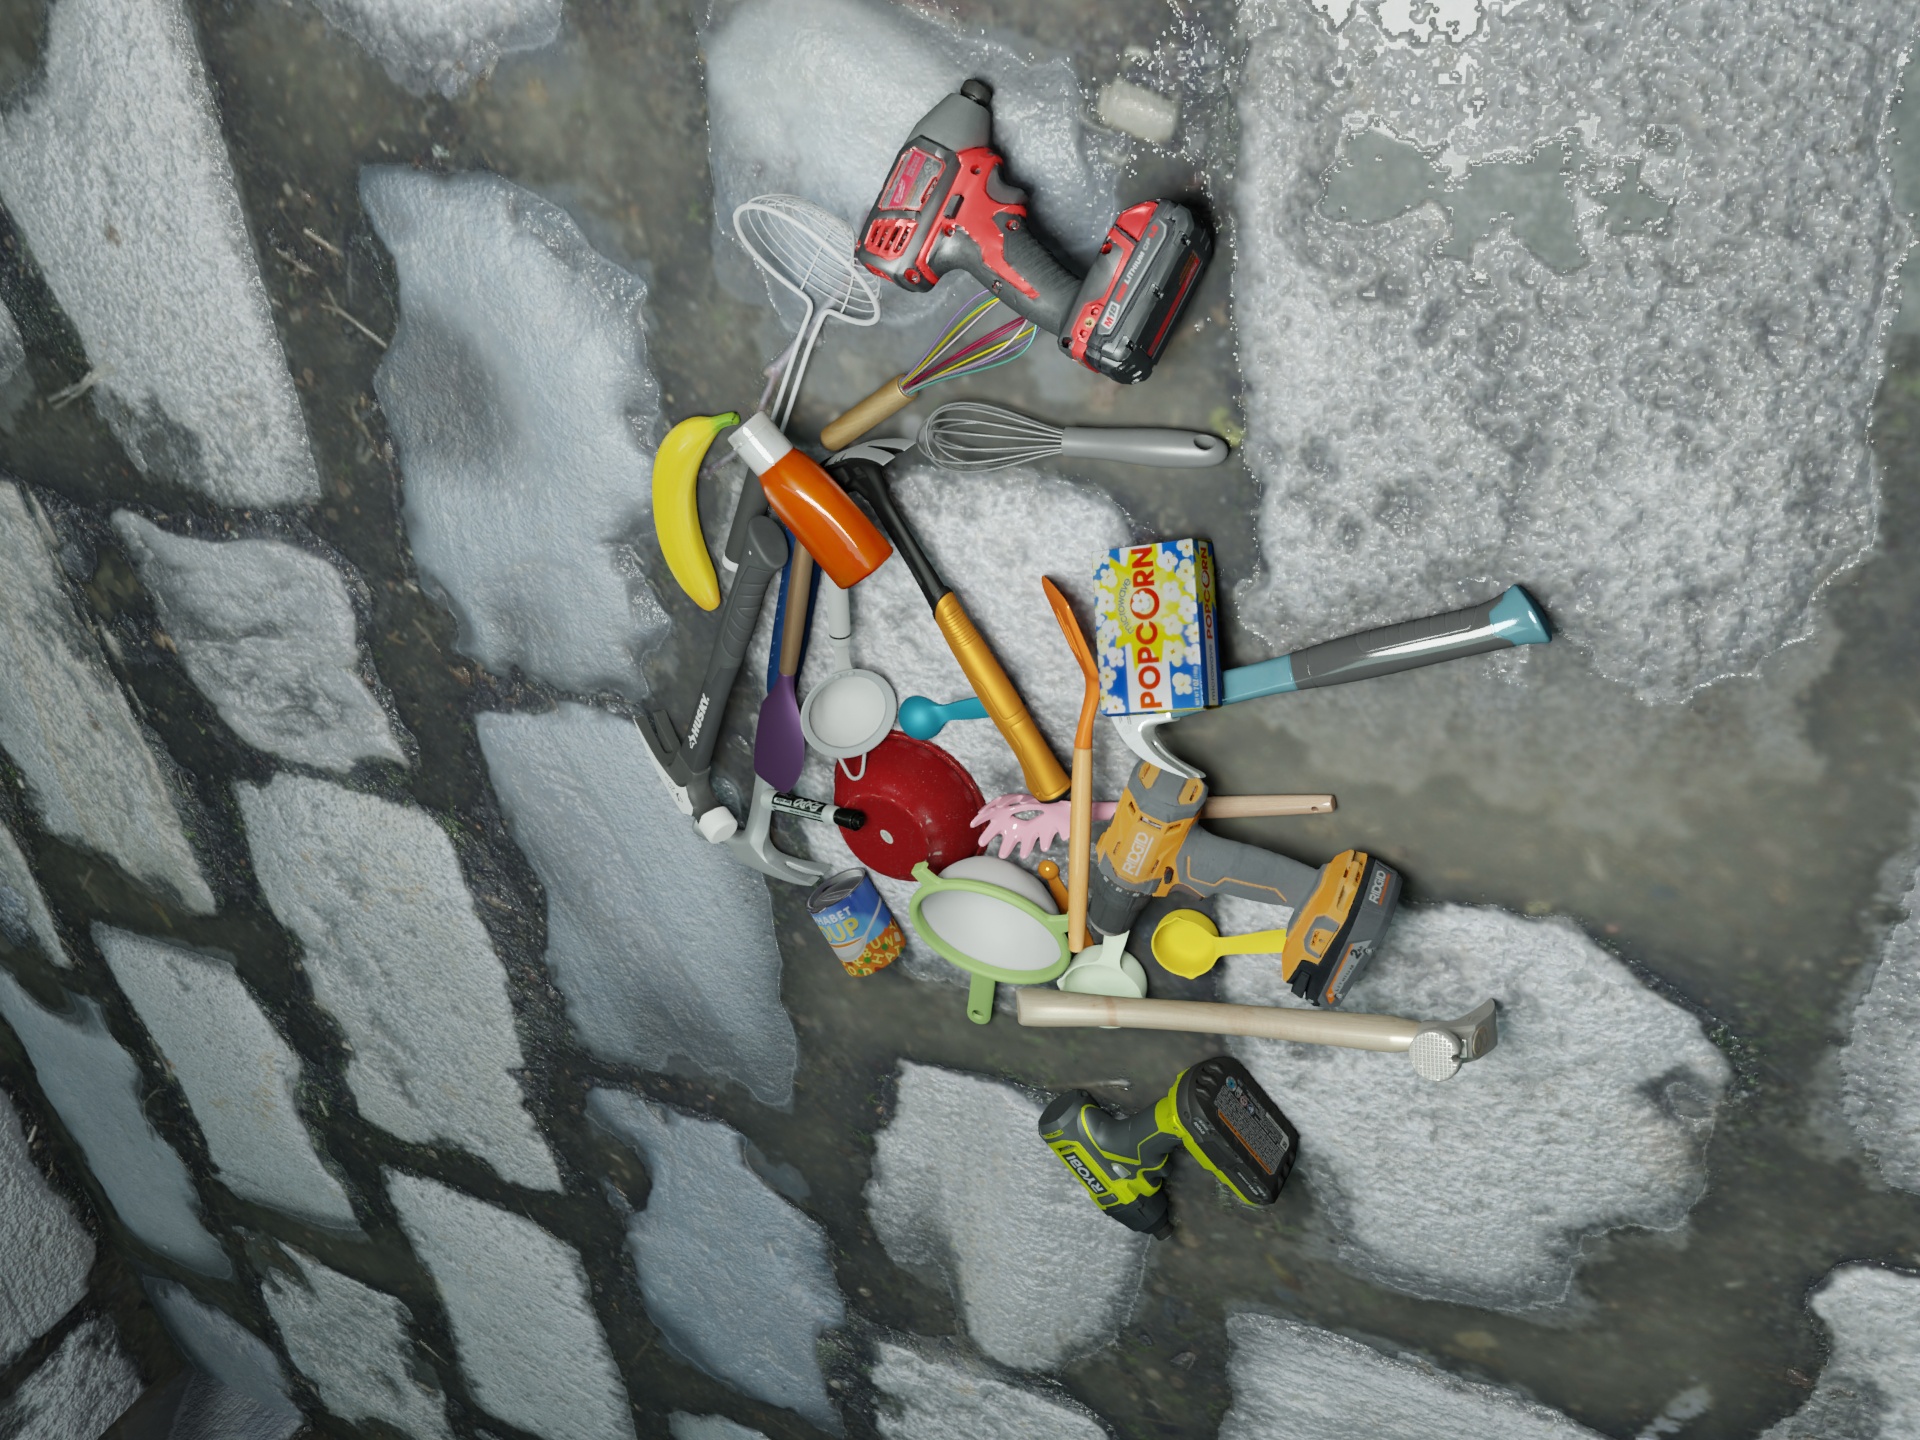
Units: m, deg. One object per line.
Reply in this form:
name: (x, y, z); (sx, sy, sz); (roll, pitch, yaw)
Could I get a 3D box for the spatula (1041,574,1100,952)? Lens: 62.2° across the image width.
spatula: (0.089, 0.043, 1.283); (0.041, 0.081, 0.322); (-4, 111, -11)

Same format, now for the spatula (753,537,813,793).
spatula: (-0.143, -0.062, 1.359); (0.060, 0.018, 0.315); (33, 132, 25)

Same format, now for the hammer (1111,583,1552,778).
hammer: (0.256, -0.040, 1.157); (0.331, 0.033, 0.128); (-14, 84, 32)

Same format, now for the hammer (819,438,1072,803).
hammer: (0.002, -0.073, 1.278); (0.336, 0.034, 0.127); (58, 156, -17)

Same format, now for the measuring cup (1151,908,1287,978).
measuring cup: (0.240, 0.183, 1.351); (0.156, 0.029, 0.062); (-8, 112, 21)

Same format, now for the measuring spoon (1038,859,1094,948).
measuring spoon: (0.097, 0.176, 1.433); (0.021, 0.011, 0.116); (-10, 116, 35)

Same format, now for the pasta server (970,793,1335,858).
pasta server: (0.154, 0.079, 1.317); (0.316, 0.040, 0.060); (-4, 126, 32)

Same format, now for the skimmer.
skimmer: (-0.152, -0.244, 1.243); (0.127, 0.090, 0.363); (32, 132, 7)

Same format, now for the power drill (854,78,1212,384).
power drill: (0.048, -0.327, 1.060); (0.220, 0.078, 0.143); (30, 100, 15)

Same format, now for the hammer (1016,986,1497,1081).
hammer: (0.231, 0.248, 1.323); (0.411, 0.146, 0.038); (-2, 92, 35)

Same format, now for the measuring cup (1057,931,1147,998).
measuring cup: (0.137, 0.200, 1.408); (0.083, 0.038, 0.167); (16, 124, 11)

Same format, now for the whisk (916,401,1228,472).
whisk: (0.078, -0.203, 1.165); (0.239, 0.055, 0.055); (8, 124, 22)

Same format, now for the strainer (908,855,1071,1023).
strainer: (0.032, 0.198, 1.464); (0.151, 0.069, 0.256); (17, 145, 9)

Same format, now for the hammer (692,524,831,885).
hammer: (-0.160, -0.012, 1.442); (0.144, 0.035, 0.405); (28, 130, 16)

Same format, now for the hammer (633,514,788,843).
hammer: (-0.215, -0.047, 1.414); (0.146, 0.035, 0.334); (50, 137, 25)

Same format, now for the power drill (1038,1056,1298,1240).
power drill: (0.198, 0.407, 1.492); (0.171, 0.080, 0.223); (50, 135, -7)

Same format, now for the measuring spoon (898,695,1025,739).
measuring spoon: (-0.002, -0.004, 1.363); (0.128, 0.021, 0.042); (-9, 115, 34)

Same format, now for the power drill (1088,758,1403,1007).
power drill: (0.214, 0.143, 1.276); (0.226, 0.084, 0.185); (25, 133, 9)

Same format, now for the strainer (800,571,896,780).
strainer: (-0.101, -0.065, 1.349); (0.050, 0.087, 0.258); (-122, 25, -50)

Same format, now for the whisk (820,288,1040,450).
whisk: (-0.023, -0.258, 1.193); (0.245, 0.047, 0.051); (-24, 94, 44)
